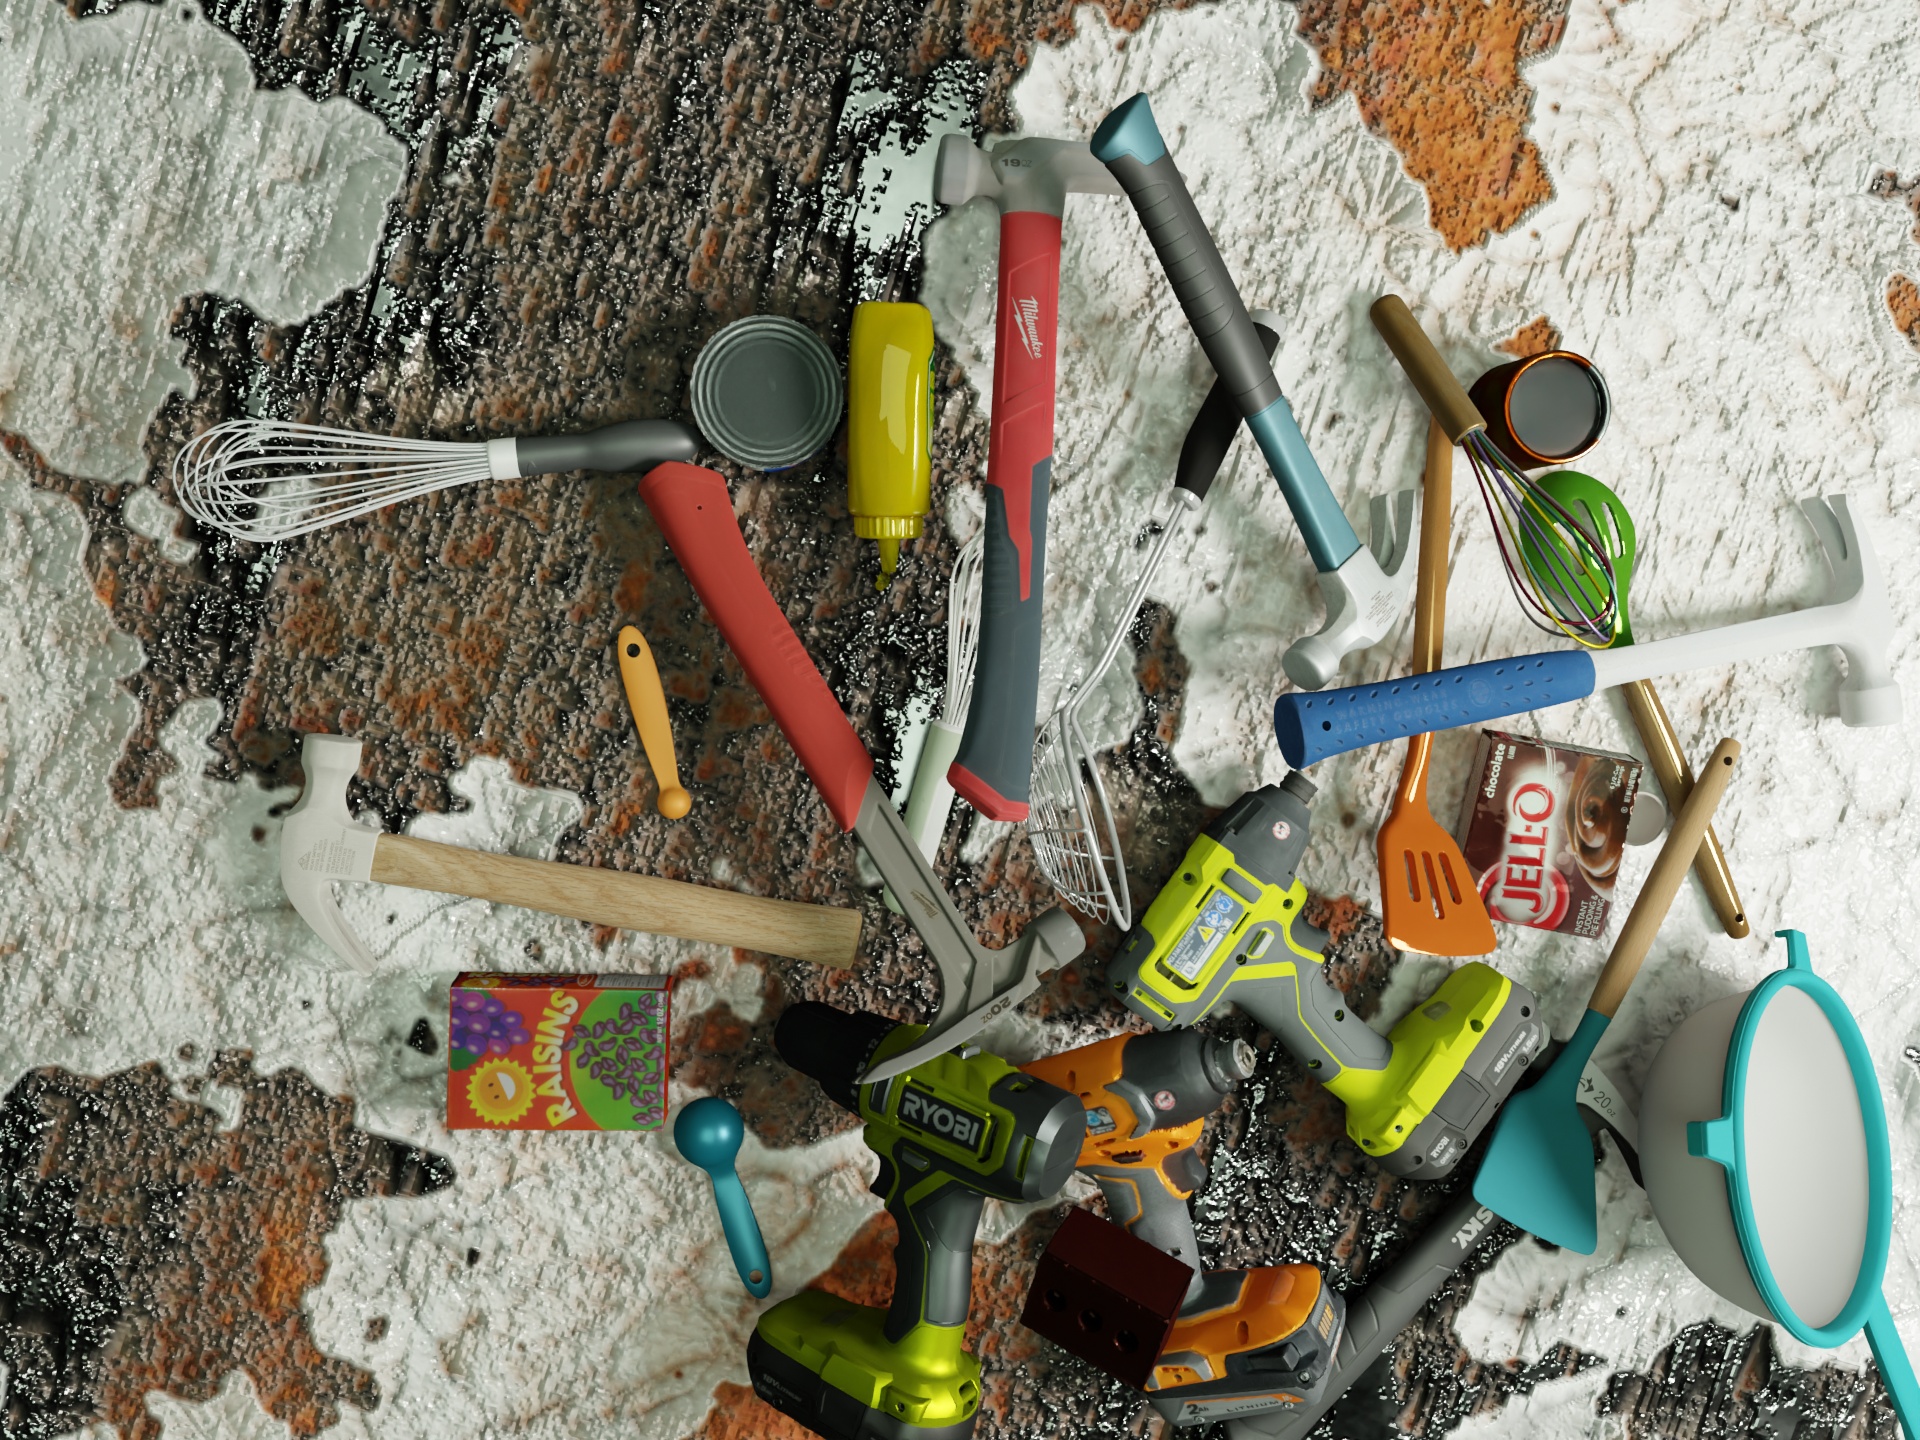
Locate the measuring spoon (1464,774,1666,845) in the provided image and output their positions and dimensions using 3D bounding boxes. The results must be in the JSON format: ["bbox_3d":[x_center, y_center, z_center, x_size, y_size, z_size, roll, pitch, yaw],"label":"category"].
[{"bbox_3d":[0.370,0.050,0.980,0.124,0.018,0.034,12,98,1],"label":"measuring spoon"}]

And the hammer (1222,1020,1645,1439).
[{"bbox_3d":[0.287,0.344,0.982,0.146,0.035,0.335,43,90,-6],"label":"hammer"}]

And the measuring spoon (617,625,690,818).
[{"bbox_3d":[-0.180,0.002,0.926,0.021,0.011,0.117,-14,95,-4],"label":"measuring spoon"}]

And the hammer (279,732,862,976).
[{"bbox_3d":[-0.223,0.102,0.920,0.331,0.031,0.130,11,93,-6],"label":"hammer"}]

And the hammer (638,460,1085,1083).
[{"bbox_3d":[-0.083,0.016,0.883,0.149,0.036,0.359,-30,84,-19],"label":"hammer"}]

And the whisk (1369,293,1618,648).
[{"bbox_3d":[0.298,-0.144,0.900,0.047,0.051,0.245,-24,71,-7],"label":"whisk"}]

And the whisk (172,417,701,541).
[{"bbox_3d":[-0.287,-0.142,0.888,0.284,0.070,0.070,-7,95,-9],"label":"whisk"}]

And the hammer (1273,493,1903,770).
[{"bbox_3d":[0.370,-0.036,0.922,0.405,0.035,0.144,-10,93,-15],"label":"hammer"}]

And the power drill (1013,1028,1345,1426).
[{"bbox_3d":[0.132,0.282,0.913,0.164,0.084,0.226,-25,97,31],"label":"power drill"}]

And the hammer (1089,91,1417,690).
[{"bbox_3d":[0.162,-0.187,0.885,0.128,0.033,0.330,-40,109,-28],"label":"hammer"}]

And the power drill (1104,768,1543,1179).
[{"bbox_3d":[0.221,0.150,0.942,0.223,0.080,0.171,36,91,-4],"label":"power drill"}]

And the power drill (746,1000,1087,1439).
[{"bbox_3d":[-0.044,0.283,0.906,0.191,0.080,0.228,18,97,28],"label":"power drill"}]

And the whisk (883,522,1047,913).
[{"bbox_3d":[-0.001,-0.003,0.926,0.059,0.057,0.246,22,99,37],"label":"whisk"}]

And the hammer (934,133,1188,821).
[{"bbox_3d":[0.048,-0.136,0.882,0.143,0.038,0.386,4,81,-6],"label":"hammer"}]

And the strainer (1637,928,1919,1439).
[{"bbox_3d":[0.493,0.309,0.960,0.211,0.095,0.340,-41,110,-39],"label":"strainer"}]

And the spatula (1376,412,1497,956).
[{"bbox_3d":[0.280,-0.026,0.933,0.081,0.041,0.323,6,86,-24],"label":"spatula"}]

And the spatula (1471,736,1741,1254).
[{"bbox_3d":[0.397,0.153,0.943,0.082,0.044,0.317,27,87,-2],"label":"spatula"}]

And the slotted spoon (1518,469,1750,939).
[{"bbox_3d":[0.422,-0.007,0.972,0.070,0.031,0.313,-26,98,-6],"label":"slotted spoon"}]

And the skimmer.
[{"bbox_3d":[0.130,-0.062,0.909,0.090,0.127,0.363,24,84,18],"label":"skimmer"}]

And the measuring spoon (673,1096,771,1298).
[{"bbox_3d":[-0.137,0.288,0.946,0.042,0.021,0.128,-18,94,-3],"label":"measuring spoon"}]
